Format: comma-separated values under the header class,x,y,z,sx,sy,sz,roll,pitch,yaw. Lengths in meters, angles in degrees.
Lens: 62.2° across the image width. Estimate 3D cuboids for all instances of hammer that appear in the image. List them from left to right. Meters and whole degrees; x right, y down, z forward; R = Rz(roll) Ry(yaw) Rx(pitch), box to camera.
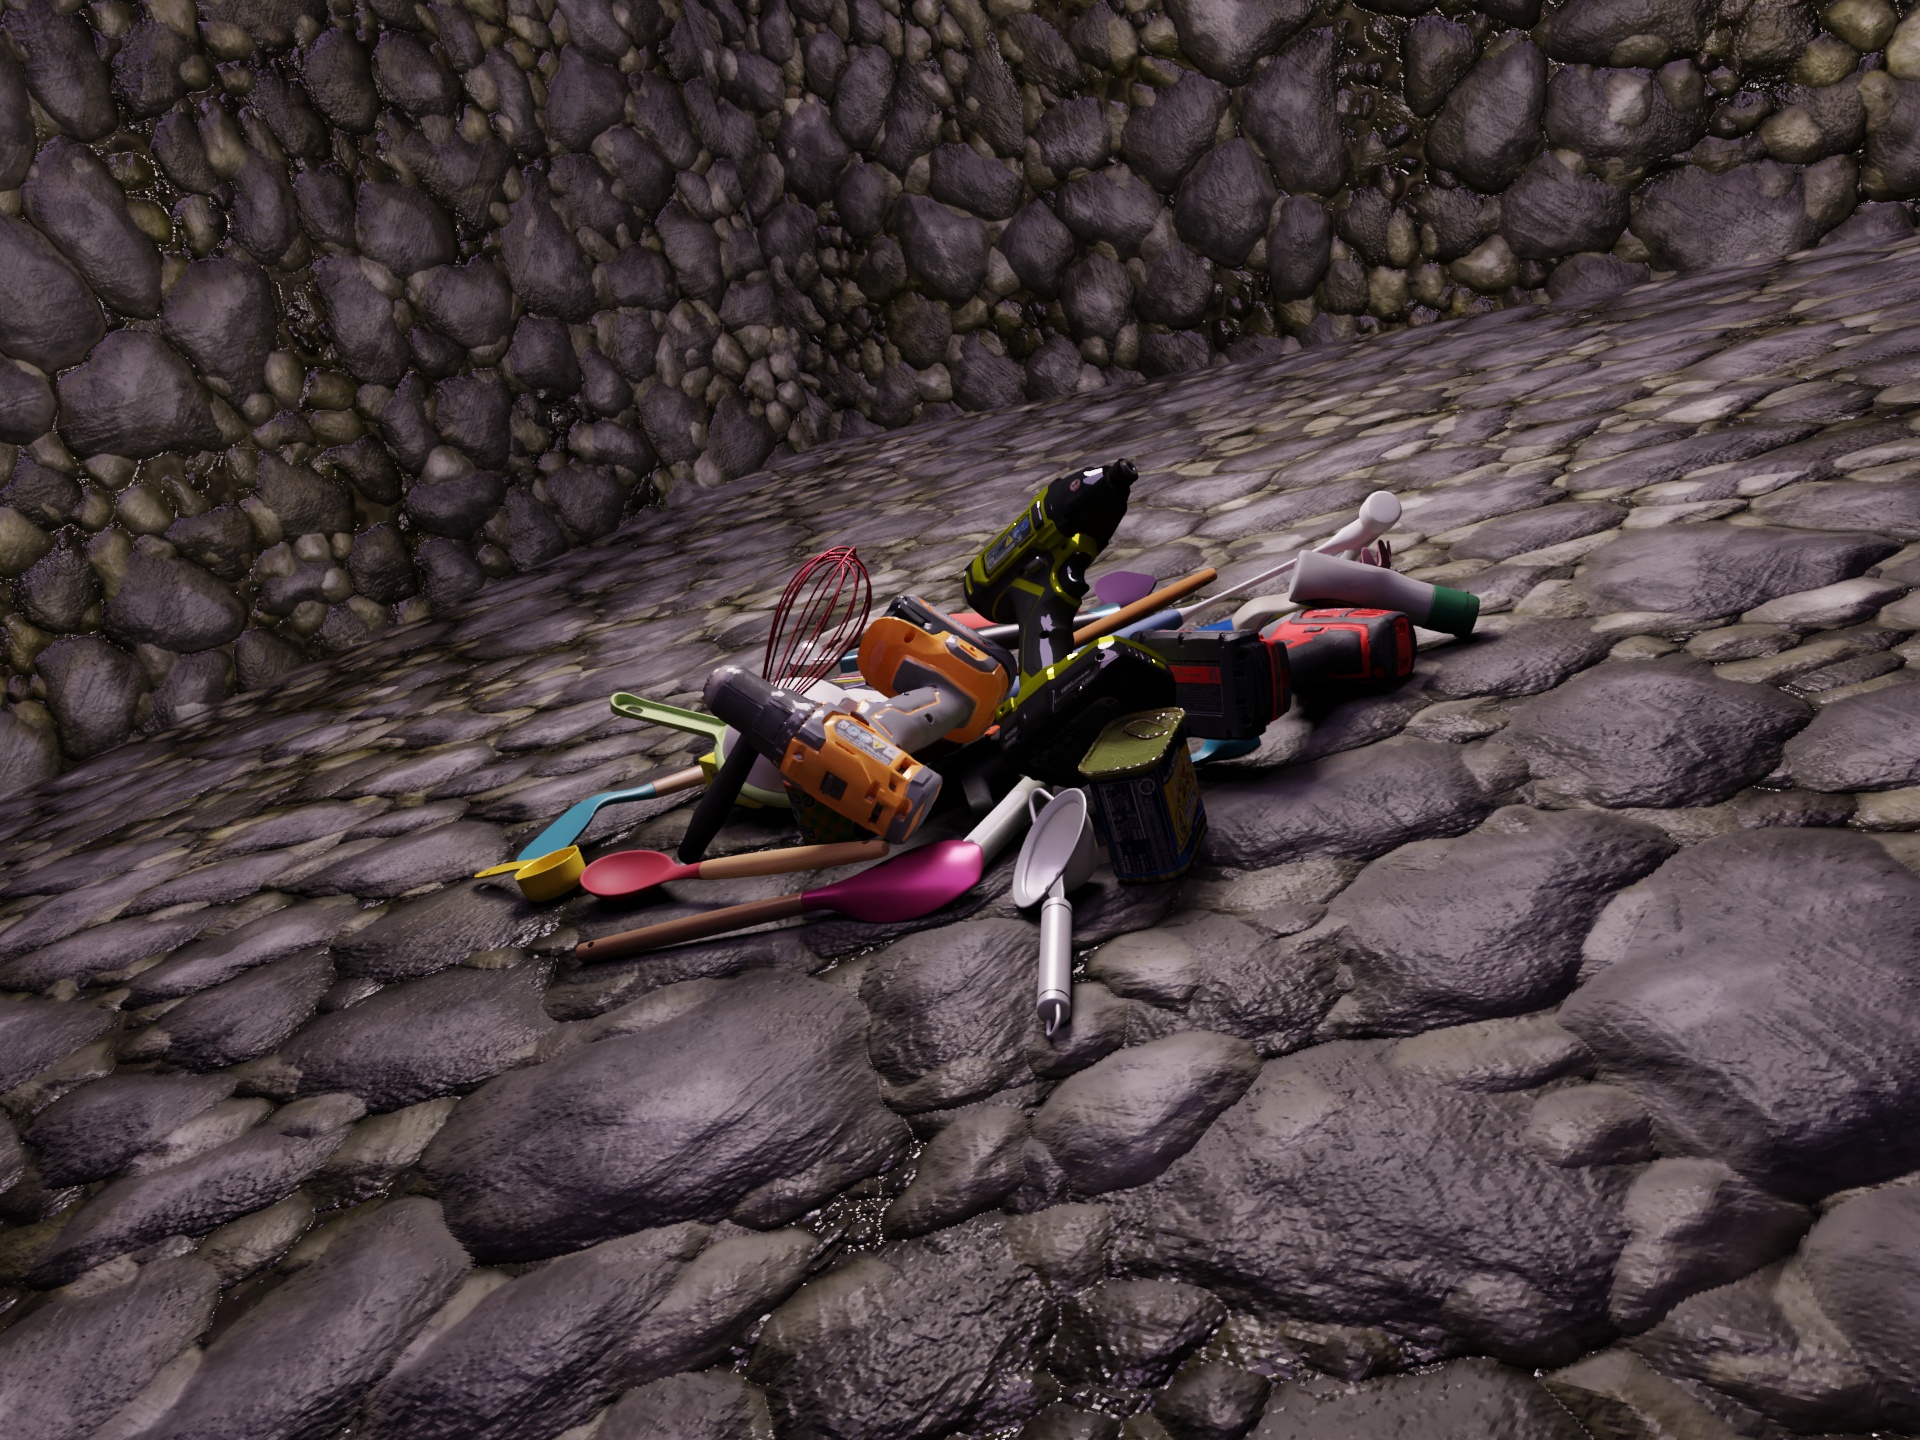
class,x,y,z,sx,sy,sz,roll,pitch,yaw
hammer,-0.006,-0.101,1.739,0.149,0.036,0.359,-29,20,-34
hammer,-0.005,-0.074,1.546,0.331,0.033,0.128,-9,16,3
hammer,0.209,-0.096,1.463,0.405,0.035,0.144,-25,-11,-9

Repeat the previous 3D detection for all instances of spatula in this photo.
class,x,y,z,sx,sy,sz,roll,pitch,yaw
spatula,-0.259,0.067,1.480,0.317,0.044,0.082,-19,16,-23
spatula,0.099,-0.078,1.483,0.322,0.081,0.041,-26,52,-16
spatula,0.144,-0.103,1.624,0.060,0.018,0.316,11,26,14

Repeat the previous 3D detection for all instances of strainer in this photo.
class,x,y,z,sx,sy,sz,roll,pitch,yaw
strainer,-0.188,-0.007,1.380,0.256,0.069,0.152,13,38,12
strainer,0.061,0.117,0.983,0.087,0.050,0.259,-55,10,24

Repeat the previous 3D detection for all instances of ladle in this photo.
class,x,y,z,sx,sy,sz,roll,pitch,yaw
ladle,-0.175,0.110,1.207,0.315,0.031,0.069,-10,20,38

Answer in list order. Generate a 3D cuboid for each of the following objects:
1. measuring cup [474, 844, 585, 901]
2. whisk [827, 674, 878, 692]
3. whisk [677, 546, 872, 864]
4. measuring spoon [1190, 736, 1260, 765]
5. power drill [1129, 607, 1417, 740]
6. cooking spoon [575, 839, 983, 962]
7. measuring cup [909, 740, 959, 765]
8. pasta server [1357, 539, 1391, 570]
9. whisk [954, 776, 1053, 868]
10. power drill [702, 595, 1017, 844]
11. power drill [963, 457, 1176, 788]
class,x,y,z,sx,sy,sz,roll,pitch,yaw
measuring cup,-0.376,0.137,1.373,0.156,0.029,0.062,-11,16,47
whisk,-0.070,-0.041,1.605,0.245,0.047,0.051,-20,16,-20
whisk,-0.155,-0.010,1.295,0.296,0.073,0.073,-61,17,6
measuring spoon,0.165,0.024,1.201,0.128,0.021,0.042,-19,17,-12
power drill,0.235,-0.045,1.223,0.219,0.078,0.143,-14,12,-42
cooking spoon,-0.134,0.135,1.131,0.319,0.017,0.069,-15,38,16
measuring cup,-0.002,-0.004,1.368,0.173,0.052,0.095,-18,-10,-35
pasta server,0.259,-0.088,1.443,0.316,0.040,0.060,-22,-12,-11
whisk,0.063,0.045,1.197,0.058,0.059,0.246,0,28,37
power drill,-0.072,-0.015,1.205,0.185,0.084,0.226,31,35,8
power drill,0.082,-0.078,1.178,0.171,0.080,0.223,-41,41,35
